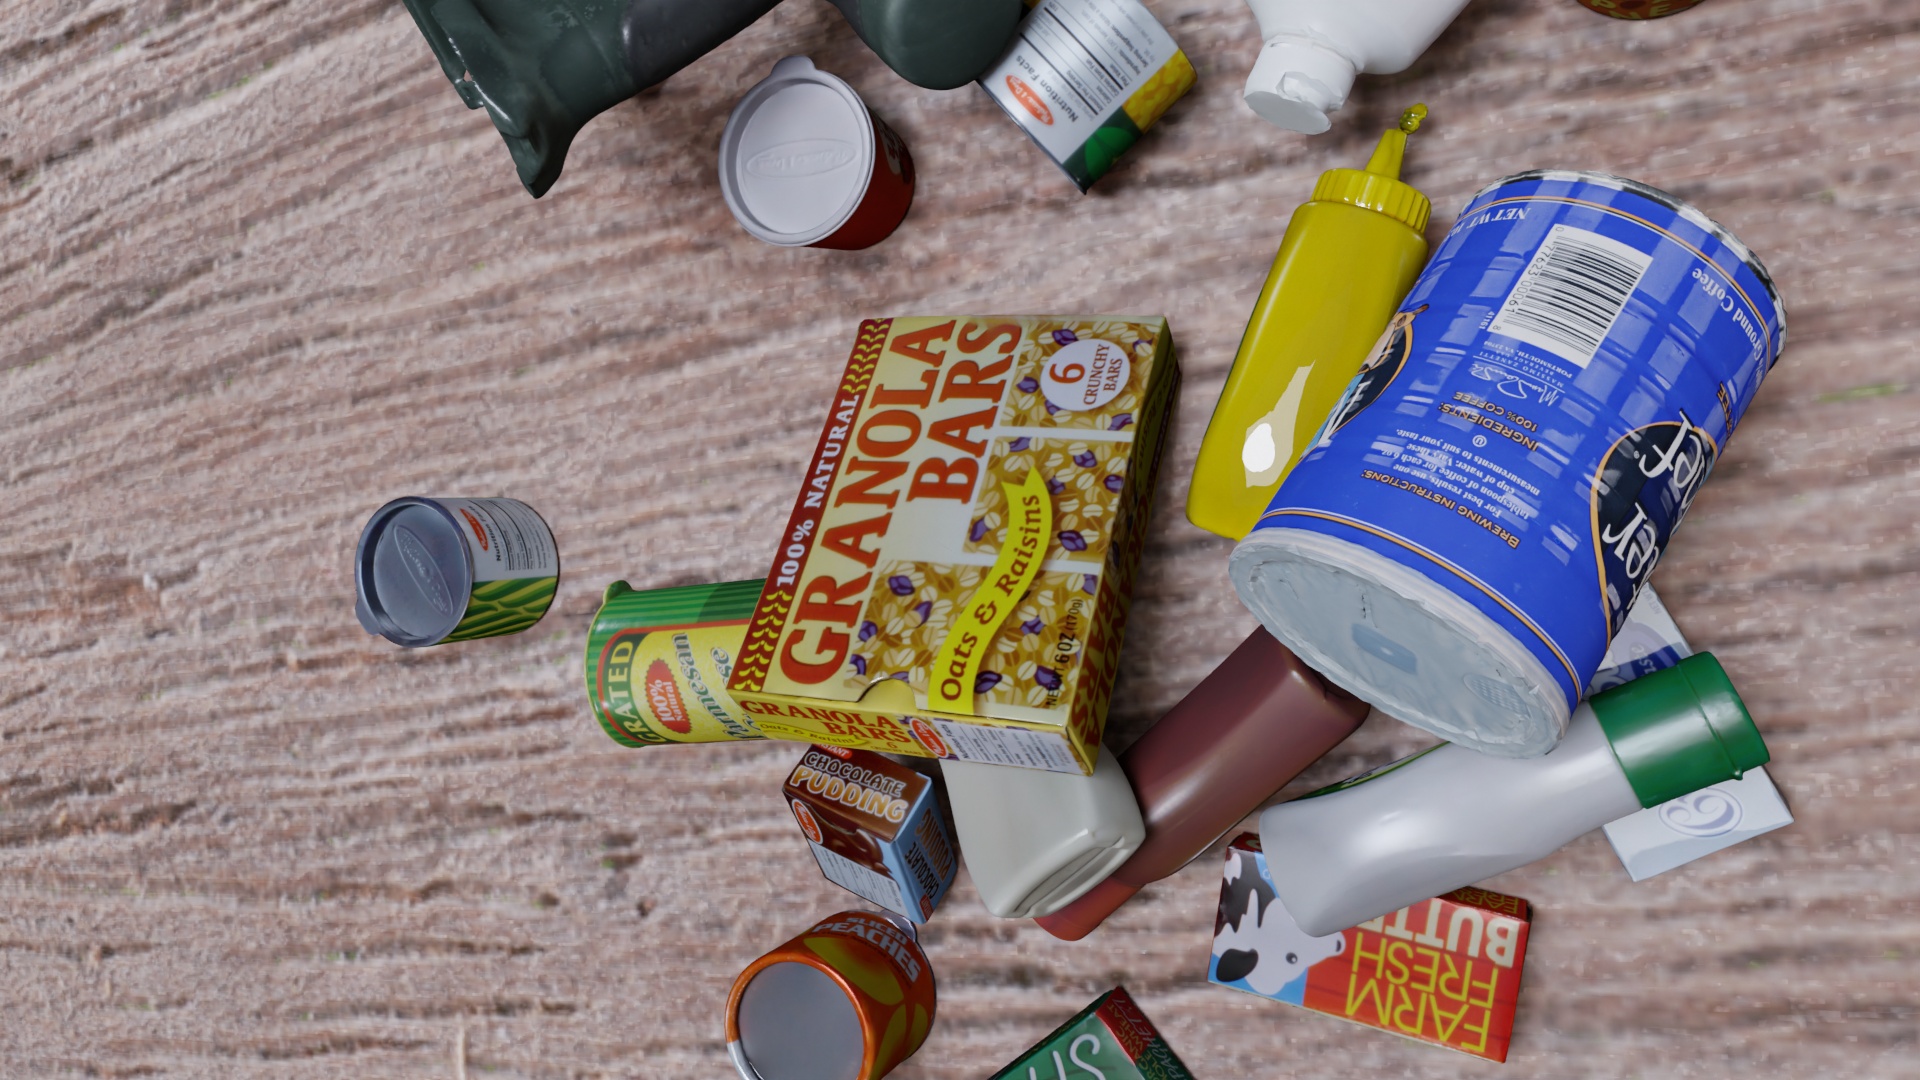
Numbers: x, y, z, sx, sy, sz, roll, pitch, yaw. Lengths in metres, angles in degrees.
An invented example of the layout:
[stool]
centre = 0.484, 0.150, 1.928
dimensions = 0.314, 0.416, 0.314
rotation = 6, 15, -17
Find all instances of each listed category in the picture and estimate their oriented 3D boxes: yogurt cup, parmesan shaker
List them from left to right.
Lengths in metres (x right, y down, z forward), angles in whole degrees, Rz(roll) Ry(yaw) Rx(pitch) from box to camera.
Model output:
[parmesan shaker]
centre = -0.091, 0.046, 0.563
dimensions = 0.103, 0.071, 0.071
rotation = -7, 88, 23
[yogurt cup]
centre = -0.054, -0.147, 0.552
dimensions = 0.072, 0.054, 0.072
rotation = 1, 91, 23

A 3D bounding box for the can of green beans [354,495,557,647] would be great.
[can of green beans]
centre = -0.226, 0.013, 0.625
dimensions = 0.071, 0.058, 0.071
rotation = 1, 91, 23

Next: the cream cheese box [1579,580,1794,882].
[cream cheese box]
centre = 0.219, 0.054, 0.456
dimensions = 0.053, 0.024, 0.104
rotation = -32, 79, 22

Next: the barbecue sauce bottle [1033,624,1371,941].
[barbecue sauce bottle]
centre = 0.079, 0.088, 0.497
dimensions = 0.043, 0.065, 0.148
rotation = 41, 115, -3

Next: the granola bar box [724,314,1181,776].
[granola bar box]
centre = 0.002, -0.006, 0.494
dimensions = 0.124, 0.039, 0.166
rotation = 3, 59, 23

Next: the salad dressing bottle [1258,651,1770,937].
[salad dressing bottle]
centre = 0.169, 0.080, 0.436
dimensions = 0.147, 0.064, 0.044
rotation = -27, 62, 21

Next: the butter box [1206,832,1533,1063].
[butter box]
centre = 0.143, 0.142, 0.489
dimensions = 0.103, 0.024, 0.053
rotation = 9, 95, 23

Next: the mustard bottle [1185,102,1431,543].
[mustard bottle]
centre = 0.125, -0.073, 0.475
dimensions = 0.049, 0.065, 0.160
rotation = 21, 93, 17

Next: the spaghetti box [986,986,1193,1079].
[spaghetti box]
centre = -0.016, 0.267, 0.556
dimensions = 0.249, 0.029, 0.050
rotation = -42, 76, 18

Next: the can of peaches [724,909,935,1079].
[can of peaches]
centre = -0.051, 0.186, 0.553
dimensions = 0.071, 0.058, 0.071
rotation = 1, 92, 24

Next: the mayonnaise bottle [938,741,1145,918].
[mayonnaise bottle]
centre = 0.012, 0.058, 0.507
dimensions = 0.064, 0.041, 0.149
rotation = -46, 50, 29

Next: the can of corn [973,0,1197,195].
[can of corn]
centre = 0.043, -0.170, 0.505
dimensions = 0.058, 0.071, 0.071
rotation = -43, 75, 13

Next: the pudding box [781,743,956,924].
[pudding box]
centre = -0.033, 0.112, 0.532
dimensions = 0.050, 0.083, 0.030
rotation = 21, 59, 23

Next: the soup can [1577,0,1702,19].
[soup can]
centre = 0.215, -0.202, 0.421
dimensions = 0.071, 0.084, 0.071
rotation = 1, 92, 23
